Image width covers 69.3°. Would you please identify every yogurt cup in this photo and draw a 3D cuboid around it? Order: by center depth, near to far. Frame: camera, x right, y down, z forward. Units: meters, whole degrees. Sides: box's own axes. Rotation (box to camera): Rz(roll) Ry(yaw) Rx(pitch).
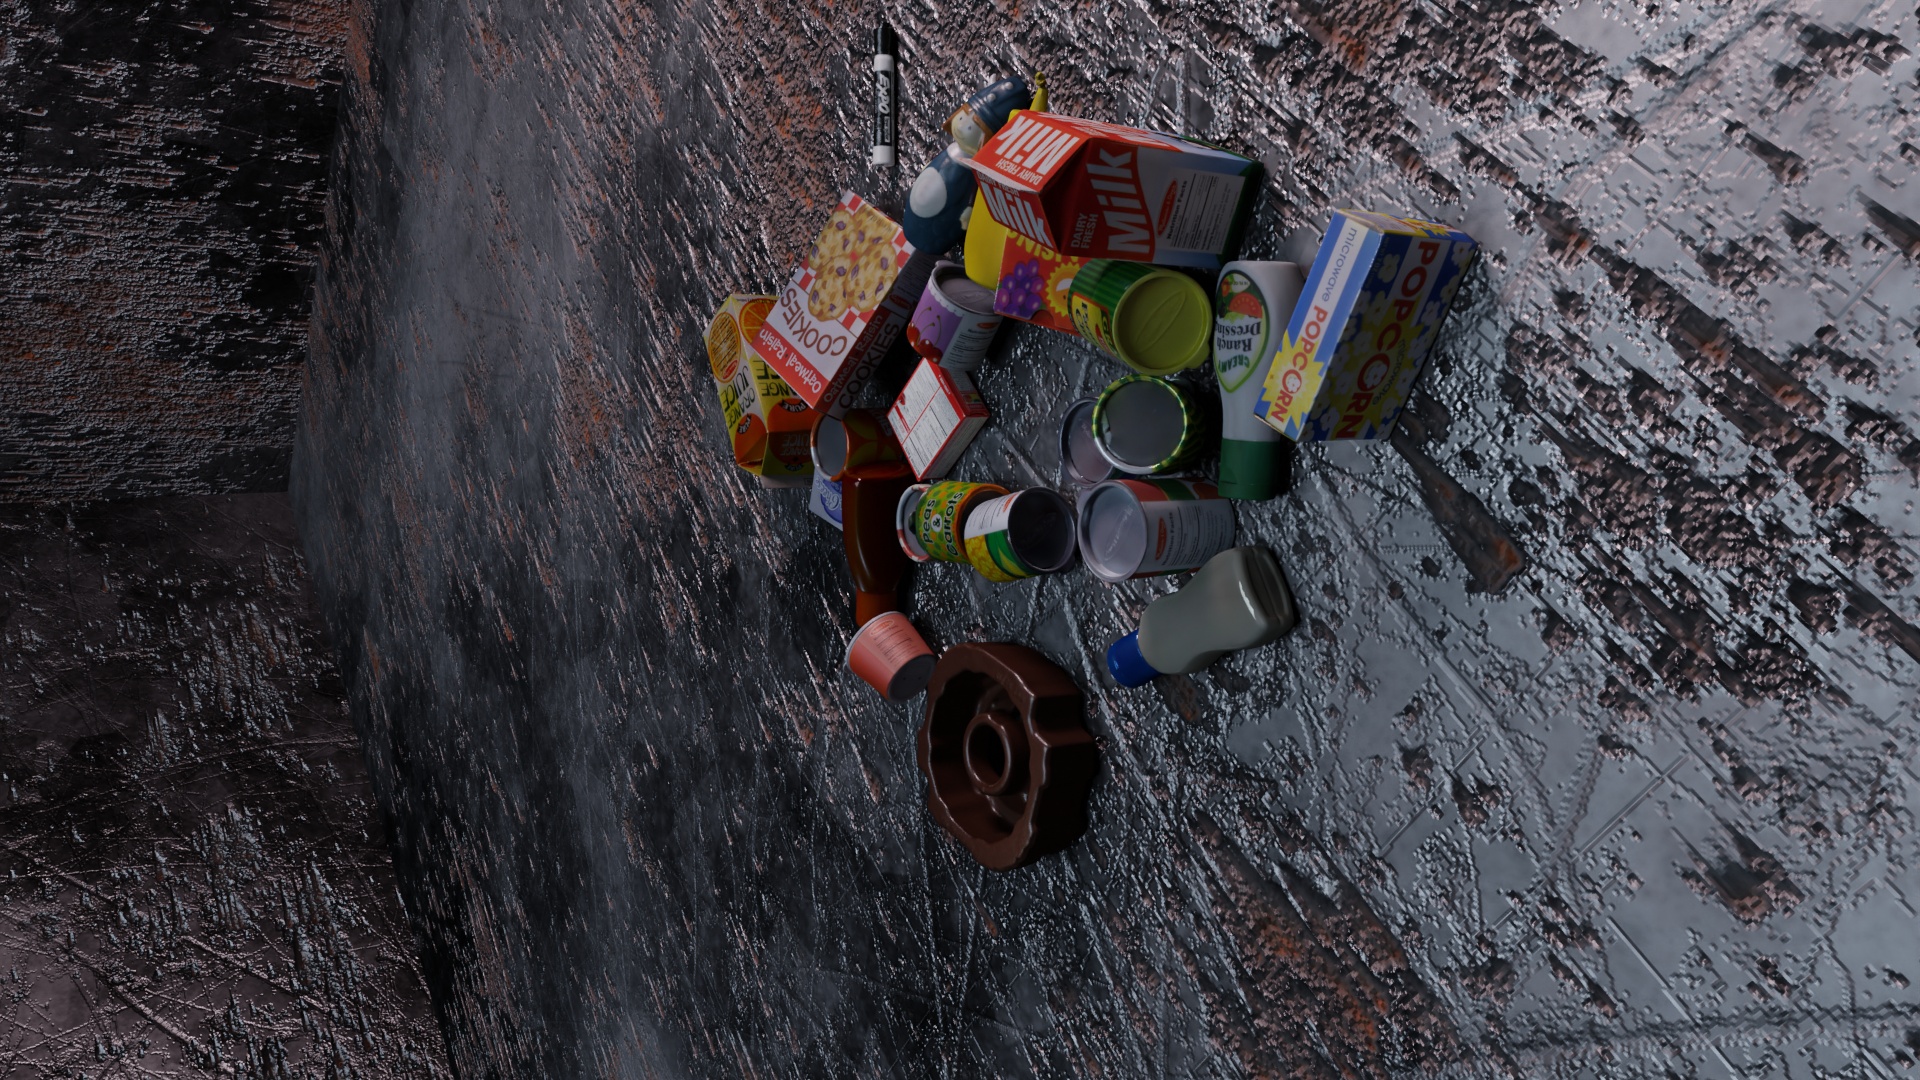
[{"bbox_3d":[-0.057,0.103,1.202,0.054,0.072,0.072,43,126,33],"label":"yogurt cup"}]

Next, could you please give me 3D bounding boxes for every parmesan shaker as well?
[{"bbox_3d":[0.117,-0.149,0.914,0.103,0.071,0.071,-127,42,-68],"label":"parmesan shaker"}]

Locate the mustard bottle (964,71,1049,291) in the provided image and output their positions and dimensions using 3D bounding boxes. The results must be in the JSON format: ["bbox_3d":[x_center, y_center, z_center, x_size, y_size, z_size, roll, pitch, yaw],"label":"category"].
[{"bbox_3d":[0.046,-0.267,1.037,0.065,0.049,0.159,40,123,46],"label":"mustard bottle"}]

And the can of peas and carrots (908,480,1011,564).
[{"bbox_3d":[0.004,-0.014,1.100,0.058,0.071,0.071,7,99,53],"label":"can of peas and carrots"}]

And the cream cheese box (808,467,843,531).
[{"bbox_3d":[-0.103,-0.038,1.281,0.104,0.024,0.053,30,118,48],"label":"cream cheese box"}]

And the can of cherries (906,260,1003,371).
[{"bbox_3d":[-0.004,-0.178,1.099,0.072,0.072,0.058,58,137,33],"label":"can of cherries"}]

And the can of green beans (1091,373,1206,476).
[{"bbox_3d":[0.125,-0.076,0.919,0.071,0.058,0.071,0,91,20],"label":"can of green beans"}]

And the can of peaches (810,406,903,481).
[{"bbox_3d":[-0.092,-0.087,1.234,0.071,0.058,0.071,8,100,53],"label":"can of peaches"}]

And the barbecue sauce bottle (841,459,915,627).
[{"bbox_3d":[-0.072,0.006,1.216,0.044,0.065,0.147,32,127,49],"label":"barbecue sauce bottle"}]

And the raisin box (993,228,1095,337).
[{"bbox_3d":[0.077,-0.213,0.985,0.086,0.040,0.123,19,110,26],"label":"raisin box"}]

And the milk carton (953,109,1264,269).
[{"bbox_3d":[0.090,-0.218,0.862,0.072,0.191,0.073,39,123,45],"label":"milk carton"}]

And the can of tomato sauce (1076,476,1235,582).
[{"bbox_3d":[0.129,-0.009,0.921,0.071,0.083,0.071,7,99,53],"label":"can of tomato sauce"}]

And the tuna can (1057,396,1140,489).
[{"bbox_3d":[0.102,-0.068,0.994,0.071,0.033,0.071,7,99,53],"label":"tuna can"}]

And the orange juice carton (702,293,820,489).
[{"bbox_3d":[-0.182,-0.136,1.339,0.072,0.072,0.193,-39,62,48],"label":"orange juice carton"}]

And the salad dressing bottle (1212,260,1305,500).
[{"bbox_3d":[0.184,-0.100,0.870,0.064,0.044,0.147,15,105,58],"label":"salad dressing bottle"}]

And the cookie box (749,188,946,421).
[{"bbox_3d":[-0.100,-0.203,1.203,0.167,0.040,0.123,-56,48,11],"label":"cookie box"}]

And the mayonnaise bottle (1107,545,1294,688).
[{"bbox_3d":[0.155,0.058,0.929,0.147,0.041,0.065,-39,62,49],"label":"mayonnaise bottle"}]

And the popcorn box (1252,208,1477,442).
[{"bbox_3d":[0.226,-0.118,0.778,0.038,0.085,0.126,44,126,41],"label":"popcorn box"}]

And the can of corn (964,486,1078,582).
[{"bbox_3d":[0.047,-0.001,1.050,0.058,0.071,0.071,-15,82,54],"label":"can of corn"}]

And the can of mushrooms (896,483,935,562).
[{"bbox_3d":[-0.022,-0.014,1.167,0.071,0.033,0.071,6,97,53],"label":"can of mushrooms"}]
